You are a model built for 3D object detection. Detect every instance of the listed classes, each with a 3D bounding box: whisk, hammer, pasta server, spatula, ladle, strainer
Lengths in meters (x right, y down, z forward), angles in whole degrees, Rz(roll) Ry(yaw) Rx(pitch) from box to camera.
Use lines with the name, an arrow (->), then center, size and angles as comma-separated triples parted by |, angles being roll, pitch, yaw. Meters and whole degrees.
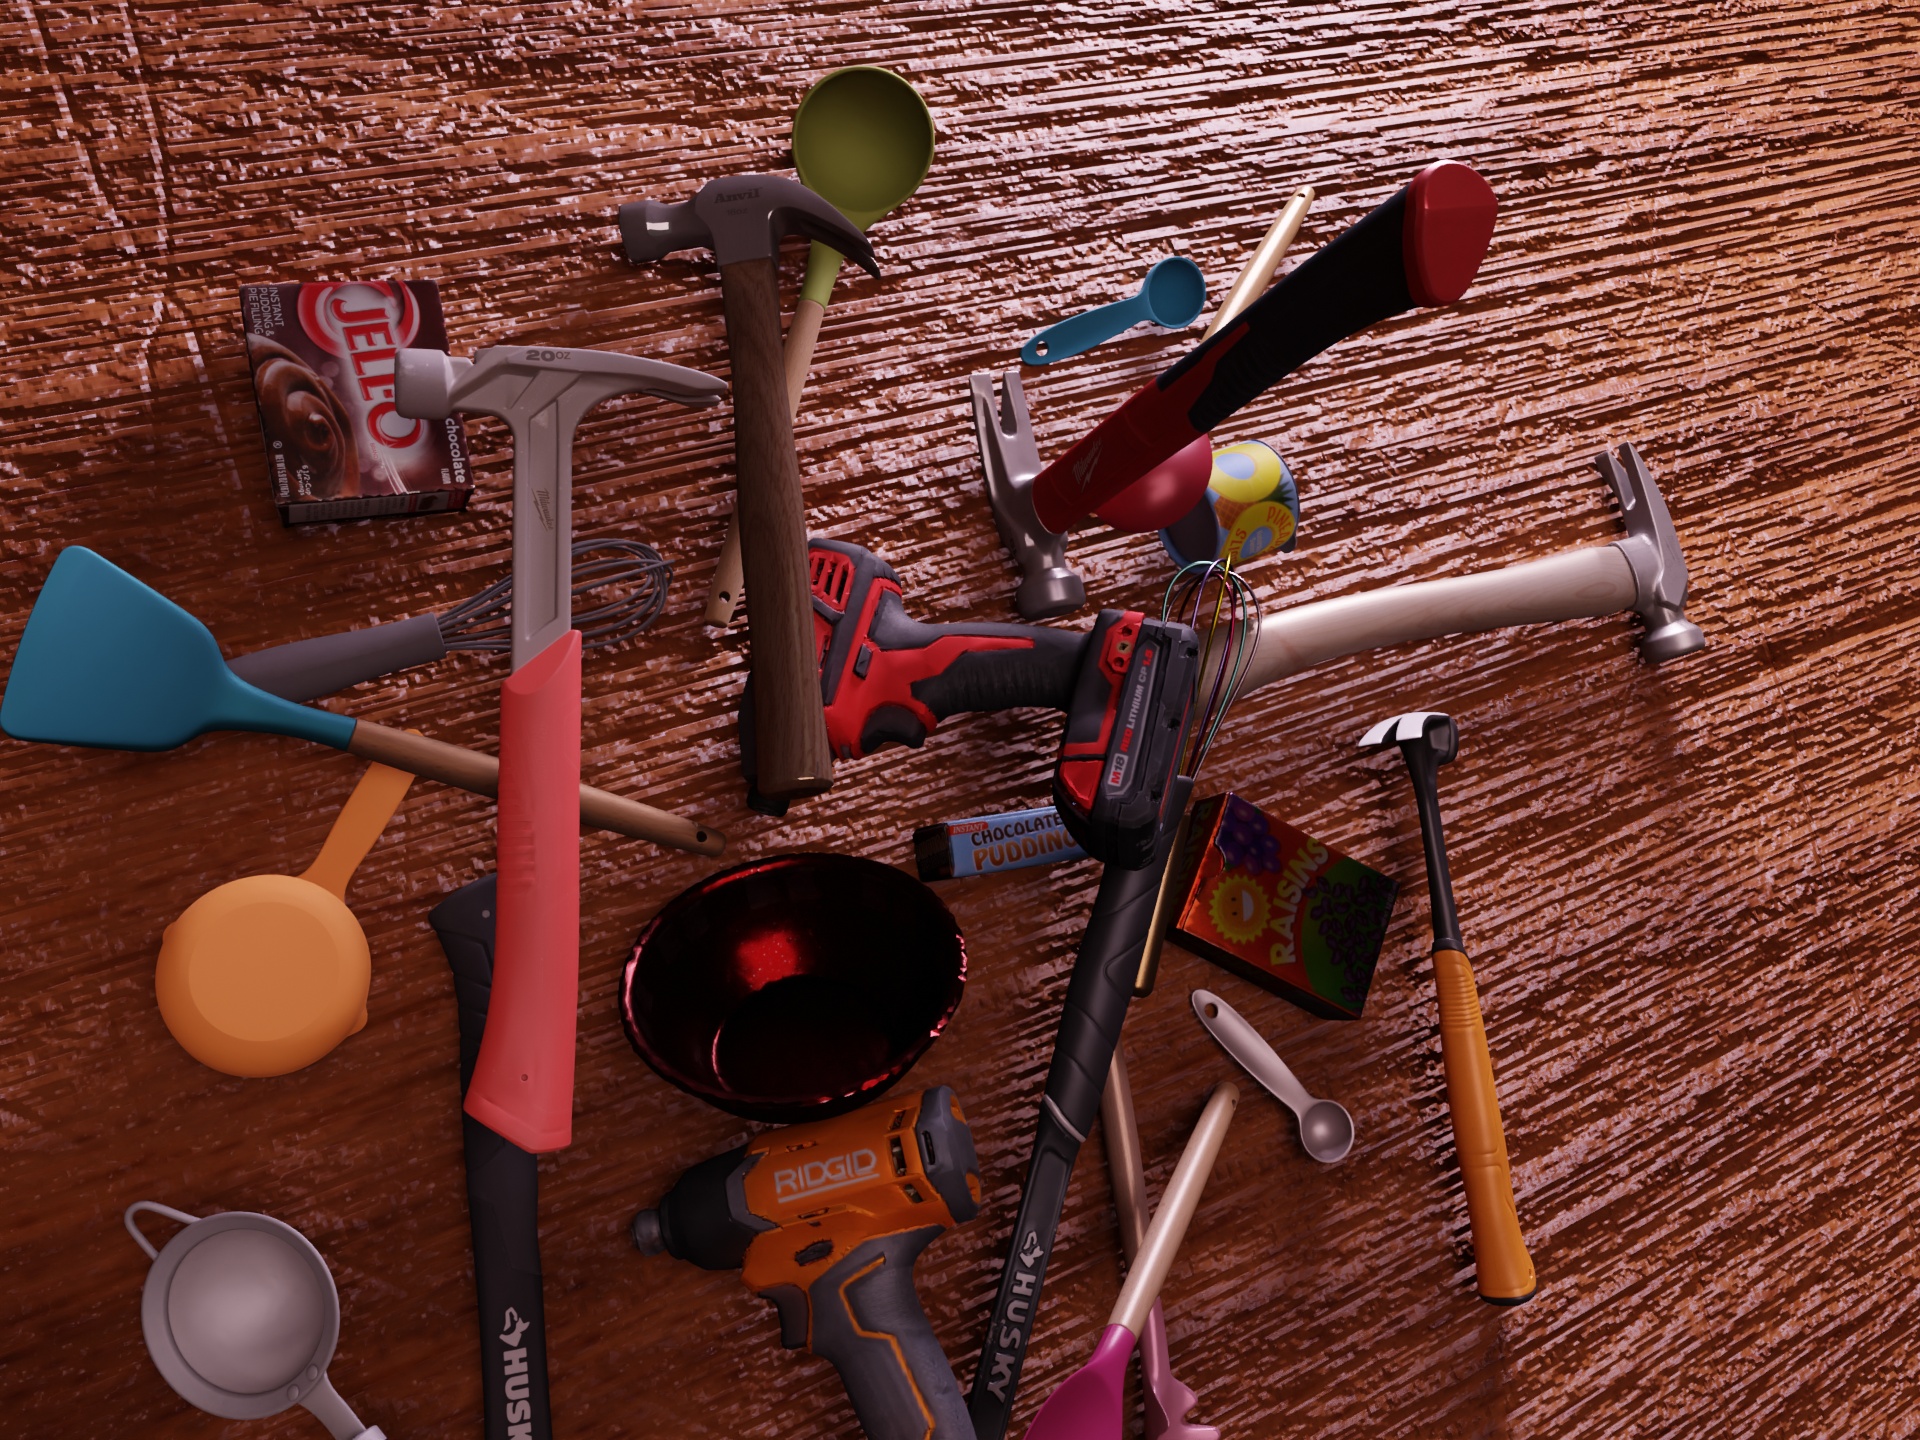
whisk -> -0.249, -0.041, 0.752 | 0.239, 0.055, 0.055 | -18, 86, -19
hammer -> -0.180, 0.009, 0.719 | 0.149, 0.037, 0.359 | 1, 83, -18
pasta server -> 0.099, 0.272, 0.829 | 0.060, 0.040, 0.316 | 13, 66, -63
whisk -> 0.117, 0.027, 0.855 | 0.051, 0.047, 0.245 | 15, 85, -21
spatula -> -0.248, 0.015, 0.719 | 0.317, 0.044, 0.082 | 19, 73, -26
hammer -> 0.282, 0.162, 0.903 | 0.127, 0.034, 0.337 | -2, 82, -63
hammer -> -0.199, 0.234, 0.718 | 0.146, 0.035, 0.335 | -2, 80, -22
hammer -> -0.093, -0.123, 0.784 | 0.130, 0.031, 0.331 | -9, 73, 5
ladle -> -0.084, -0.201, 0.844 | 0.078, 0.062, 0.320 | 17, 76, -12
ladle -> 0.154, -0.225, 0.933 | 0.069, 0.031, 0.315 | 21, 56, 15
hammer -> 0.283, -0.076, 0.976 | 0.410, 0.038, 0.146 | -12, 82, -23
hammer -> 0.051, 0.220, 0.792 | 0.149, 0.036, 0.409 | 19, 81, -18
strainer -> -0.251, 0.294, 0.654 | 0.087, 0.050, 0.258 | -45, 79, 5
hammer -> 0.099, -0.160, 0.726 | 0.038, 0.386, 0.143 | -10, 83, -23

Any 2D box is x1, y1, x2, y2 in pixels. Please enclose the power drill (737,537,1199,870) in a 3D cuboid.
power drill -> -0.001, -0.003, 0.786 | 0.220, 0.078, 0.143 | 13, 72, 12

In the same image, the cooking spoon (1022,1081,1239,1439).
cooking spoon -> 0.083, 0.271, 0.748 | 0.319, 0.017, 0.068 | -46, 116, -54

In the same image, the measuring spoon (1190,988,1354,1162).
measuring spoon -> 0.170, 0.197, 0.889 | 0.124, 0.018, 0.034 | 47, 67, 0

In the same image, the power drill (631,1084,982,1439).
power drill -> -0.056, 0.293, 0.708 | 0.164, 0.084, 0.227 | -15, 68, 5

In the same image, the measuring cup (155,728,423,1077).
measuring cup -> -0.285, 0.075, 0.706 | 0.095, 0.052, 0.174 | 31, 70, -14

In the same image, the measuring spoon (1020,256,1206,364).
measuring spoon -> 0.087, -0.239, 0.944 | 0.128, 0.021, 0.042 | -26, 112, -16
